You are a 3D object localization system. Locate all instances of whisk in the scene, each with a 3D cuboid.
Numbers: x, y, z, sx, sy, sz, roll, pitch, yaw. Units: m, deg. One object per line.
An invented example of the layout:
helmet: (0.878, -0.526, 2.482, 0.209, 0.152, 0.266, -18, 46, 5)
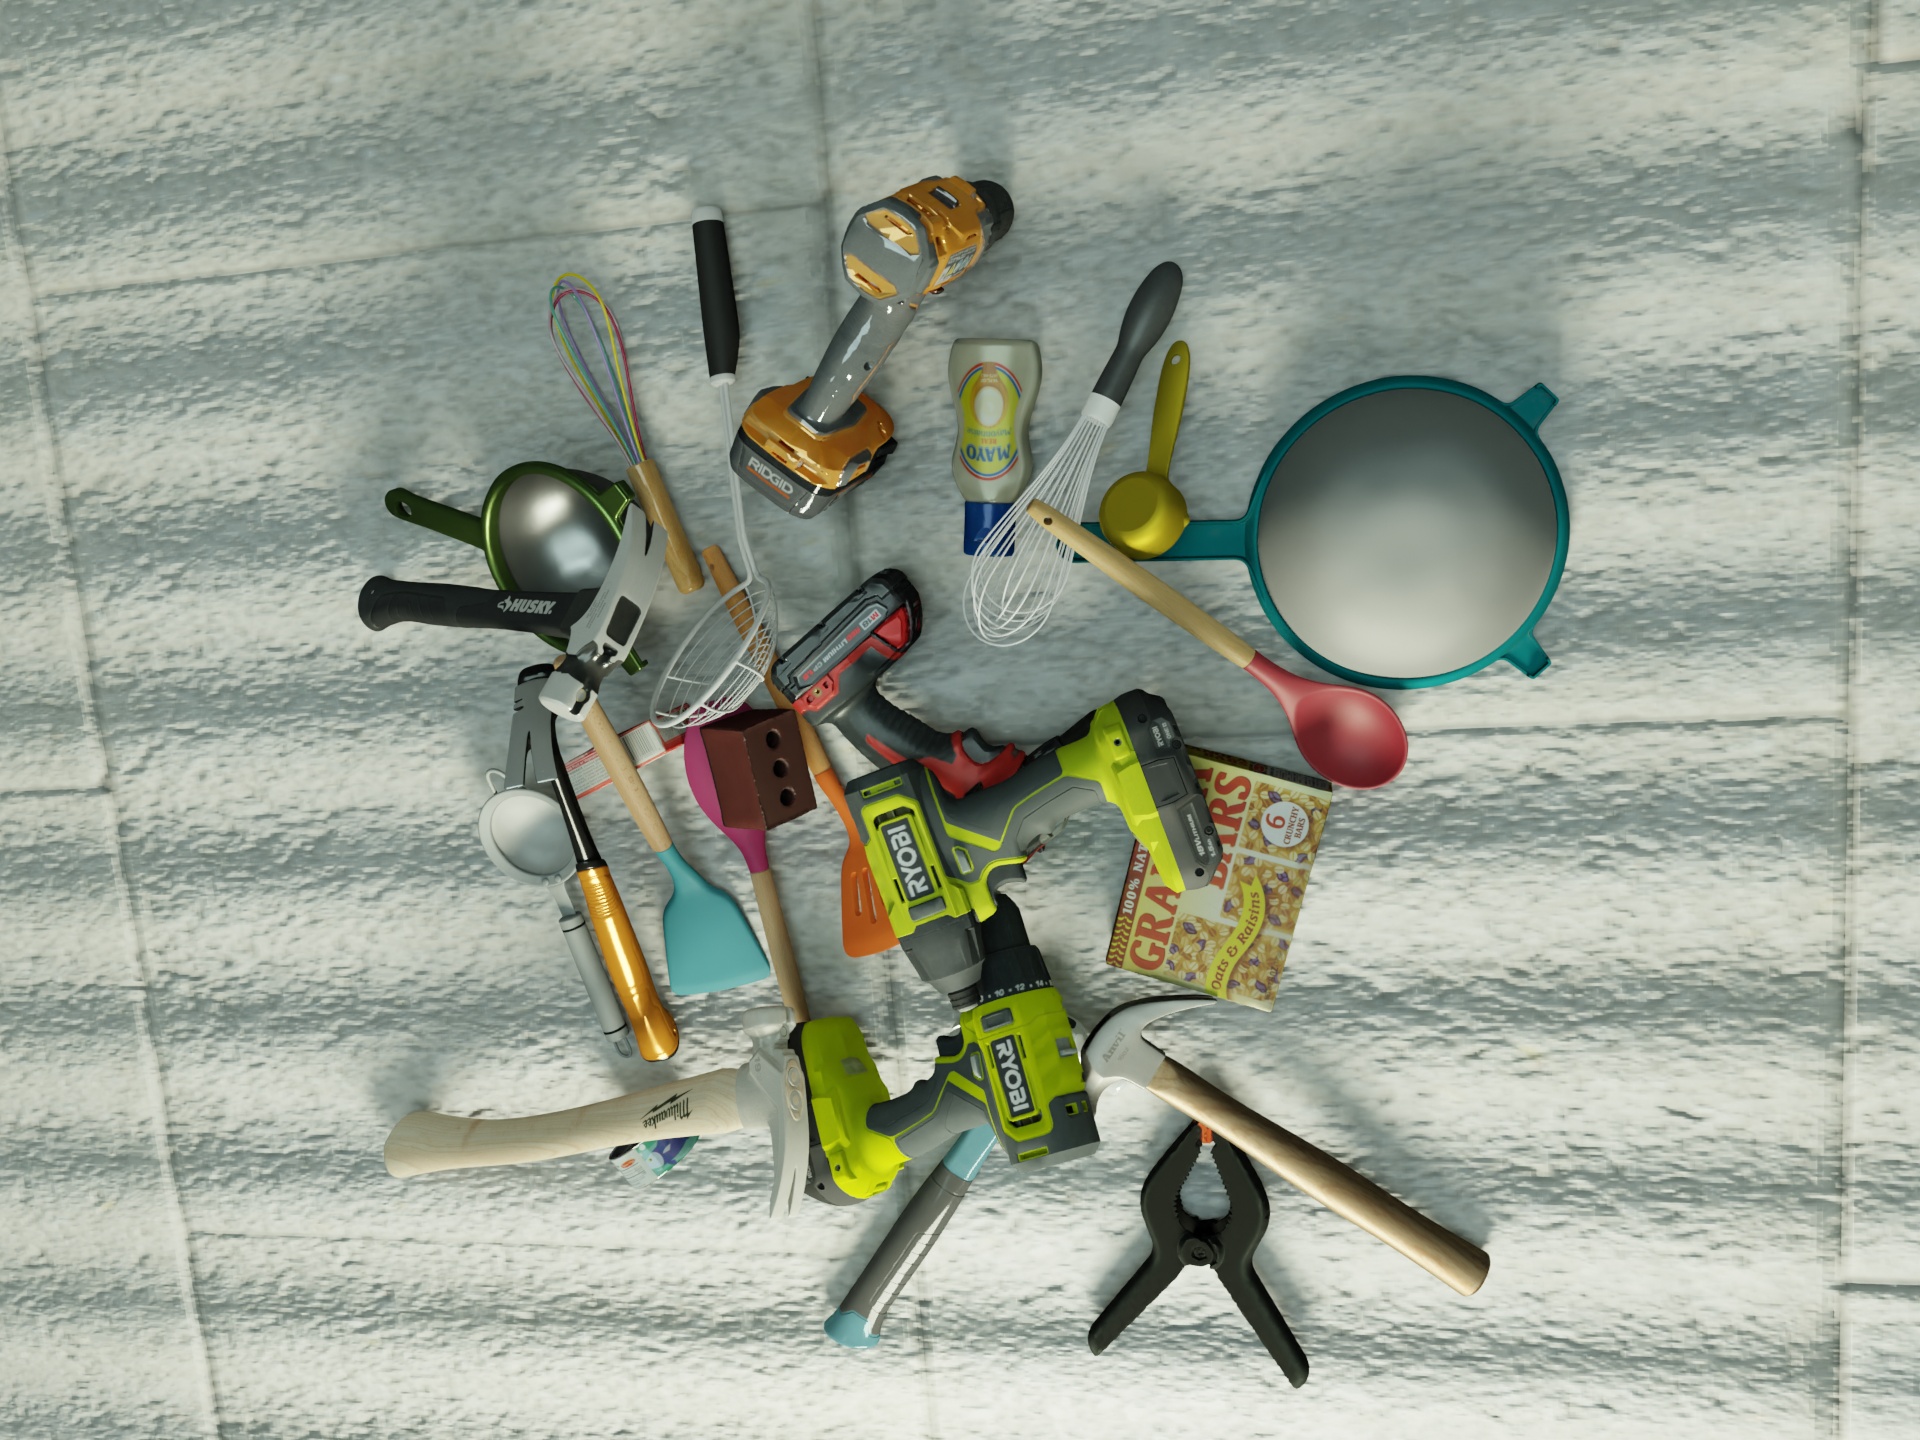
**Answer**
whisk: (-0.241, -0.208, 1.159, 0.047, 0.051, 0.245, -21, 98, 9)
whisk: (0.079, -0.180, 1.073, 0.070, 0.070, 0.284, 26, 91, 6)

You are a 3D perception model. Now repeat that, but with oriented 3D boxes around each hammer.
hammer: (-0.289, 0.321, 1.213, 0.410, 0.038, 0.146, -16, 70, 28)
hammer: (0.235, 0.309, 1.137, 0.331, 0.031, 0.130, 32, 88, -2)
hammer: (-0.258, 0.128, 1.144, 0.034, 0.127, 0.336, -12, 125, -2)
hammer: (-0.331, -0.084, 1.120, 0.335, 0.035, 0.146, 7, 66, 43)
hammer: (-0.008, 0.354, 1.216, 0.128, 0.033, 0.331, 33, 105, 4)

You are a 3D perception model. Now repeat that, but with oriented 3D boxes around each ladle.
ladle: (0.172, -0.054, 1.065, 0.315, 0.031, 0.069, 34, 115, -13)

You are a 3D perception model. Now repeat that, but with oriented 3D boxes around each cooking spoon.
cooking spoon: (-0.145, 0.137, 1.204, 0.068, 0.017, 0.318, -18, 103, -23)

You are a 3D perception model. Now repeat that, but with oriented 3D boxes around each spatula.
spatula: (-0.226, 0.080, 1.158, 0.082, 0.044, 0.317, -12, 130, 9)
spatula: (-0.118, 0.019, 1.174, 0.081, 0.041, 0.322, -25, 93, 40)

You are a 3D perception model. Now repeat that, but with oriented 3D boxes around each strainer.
strainer: (-0.306, 0.149, 1.240, 0.087, 0.050, 0.258, -14, 103, 20)
strainer: (0.228, -0.118, 1.046, 0.340, 0.095, 0.211, 0, 100, 11)
strainer: (-0.317, -0.141, 1.183, 0.256, 0.069, 0.151, 20, 126, 26)

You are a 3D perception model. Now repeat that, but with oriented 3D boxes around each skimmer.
skimmer: (-0.186, -0.178, 1.113, 0.127, 0.090, 0.363, -4, 92, 58)

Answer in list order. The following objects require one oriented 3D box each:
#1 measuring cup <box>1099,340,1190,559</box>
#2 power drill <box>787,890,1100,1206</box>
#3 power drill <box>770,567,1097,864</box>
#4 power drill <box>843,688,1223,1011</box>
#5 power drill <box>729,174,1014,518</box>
measuring cup: (0.129, -0.186, 1.063, 0.062, 0.029, 0.156, 6, 80, 34)
power drill: (-0.022, 0.241, 1.140, 0.228, 0.080, 0.191, -25, 72, 28)
power drill: (-0.002, -0.004, 1.128, 0.188, 0.080, 0.226, -40, 94, 10)
power drill: (0.053, 0.084, 1.063, 0.223, 0.080, 0.171, -21, 91, 3)
power drill: (-0.050, -0.260, 1.061, 0.084, 0.185, 0.226, 37, 125, 3)
